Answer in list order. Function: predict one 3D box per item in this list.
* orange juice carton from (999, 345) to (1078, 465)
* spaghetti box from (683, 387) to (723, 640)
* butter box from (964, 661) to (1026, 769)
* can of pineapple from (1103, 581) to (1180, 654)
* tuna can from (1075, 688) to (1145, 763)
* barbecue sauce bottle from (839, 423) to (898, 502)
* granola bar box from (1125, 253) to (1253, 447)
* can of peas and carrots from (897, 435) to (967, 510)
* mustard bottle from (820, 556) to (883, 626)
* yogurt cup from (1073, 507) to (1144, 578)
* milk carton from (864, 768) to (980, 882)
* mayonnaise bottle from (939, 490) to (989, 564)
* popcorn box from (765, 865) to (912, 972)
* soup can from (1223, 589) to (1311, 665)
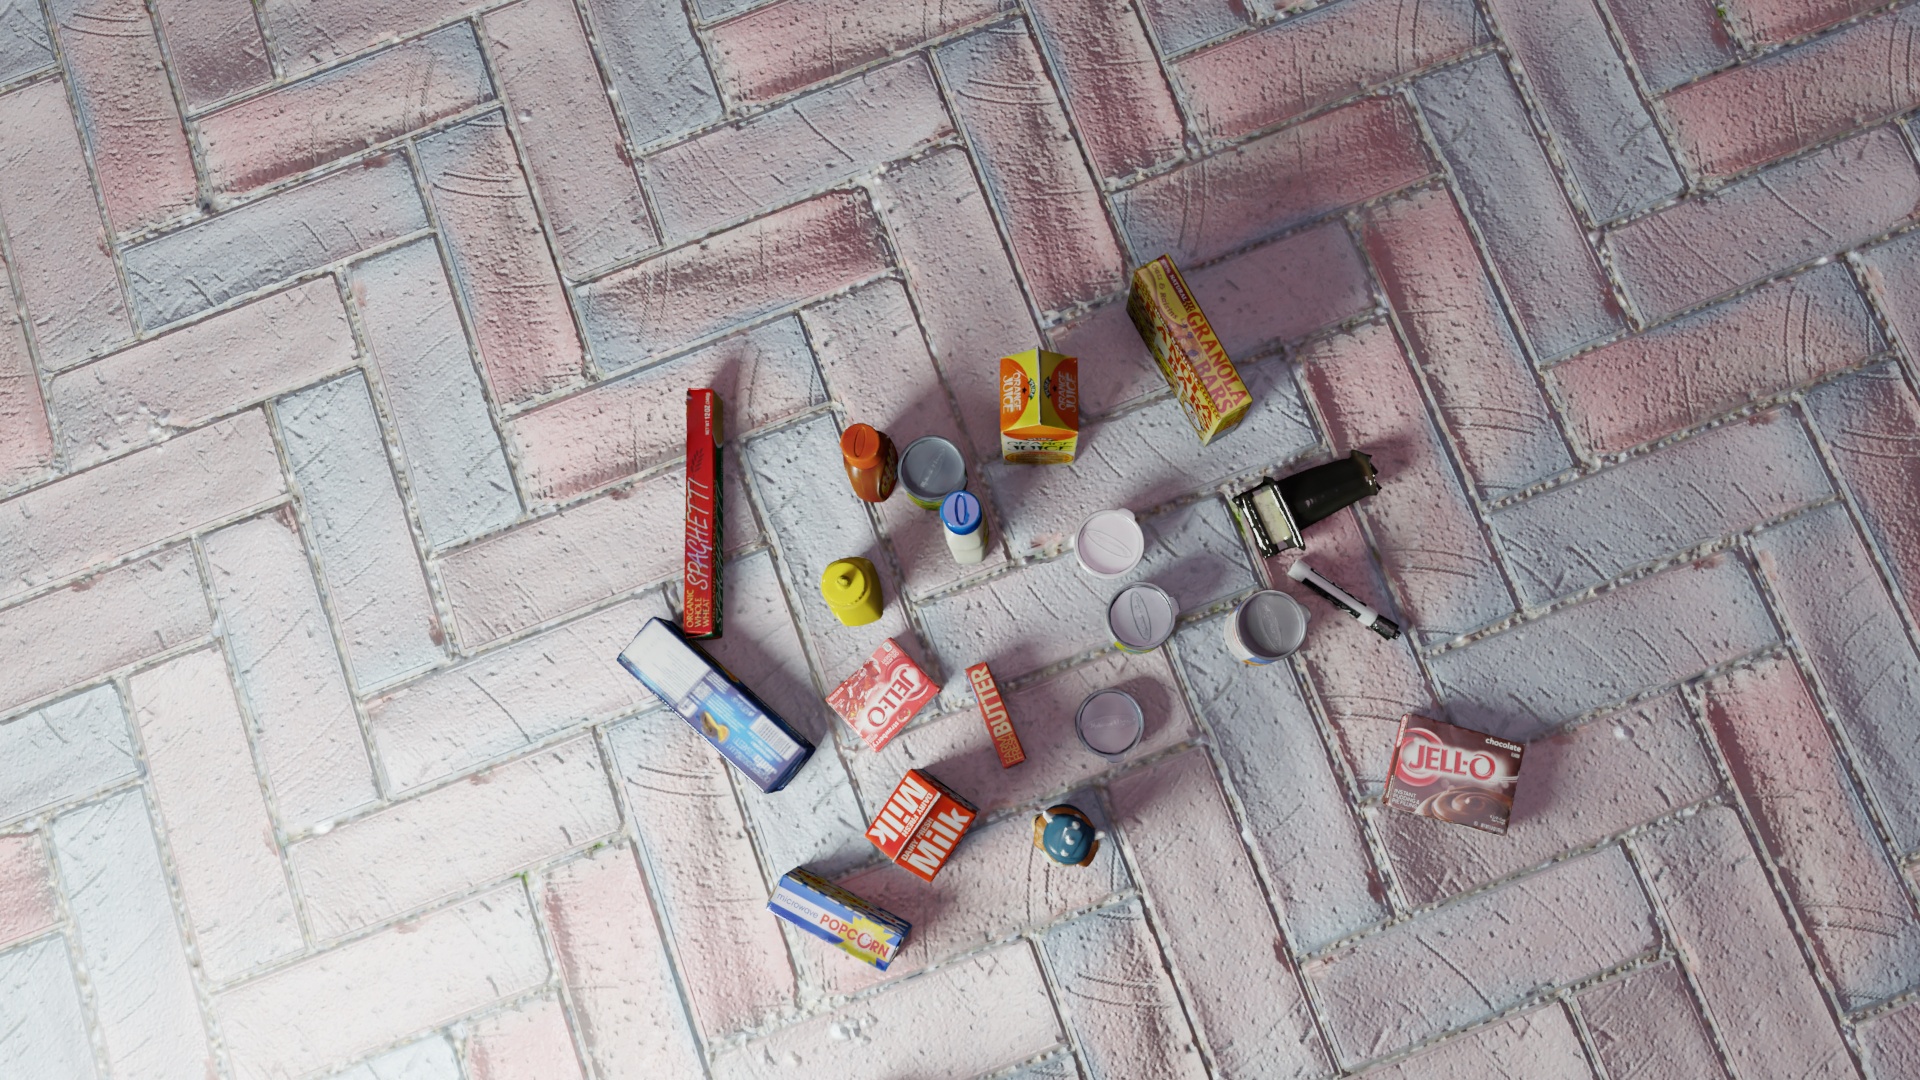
[{"bbox_3d":[0.074,-0.124,1.309,0.073,0.192,0.072,0,81,3],"label":"orange juice carton"},{"bbox_3d":[-0.255,-0.025,1.382,0.029,0.050,0.250,-2,81,3],"label":"spaghetti box"},{"bbox_3d":[0.034,0.168,1.334,0.024,0.053,0.103,-22,81,0],"label":"butter box"},{"bbox_3d":[0.174,0.076,1.340,0.071,0.058,0.071,0,81,3],"label":"can of pineapple"},{"bbox_3d":[0.144,0.179,1.337,0.071,0.033,0.071,0,81,3],"label":"tuna can"},{"bbox_3d":[-0.088,-0.079,1.332,0.044,0.148,0.065,10,82,4],"label":"barbecue sauce bottle"},{"bbox_3d":[0.220,-0.182,1.346,0.039,0.124,0.165,-28,81,-1],"label":"granola bar box"},{"bbox_3d":[-0.024,-0.065,1.372,0.071,0.058,0.071,0,81,3],"label":"can of peas and carrots"},{"bbox_3d":[-0.104,0.044,1.307,0.049,0.160,0.065,-13,81,1],"label":"mustard bottle"},{"bbox_3d":[0.144,0.007,1.355,0.072,0.054,0.072,0,81,3],"label":"yogurt cup"},{"bbox_3d":[-0.033,0.255,1.254,0.073,0.190,0.072,34,85,7],"label":"milk carton"},{"bbox_3d":[0.005,-0.017,1.318,0.041,0.148,0.065,-3,81,3],"label":"mayonnaise bottle"},{"bbox_3d":[-0.112,0.351,1.296,0.127,0.085,0.038,26,84,7],"label":"popcorn box"},{"bbox_3d":[0.291,0.083,1.320,0.071,0.083,0.071,0,81,3],"label":"soup can"}]
